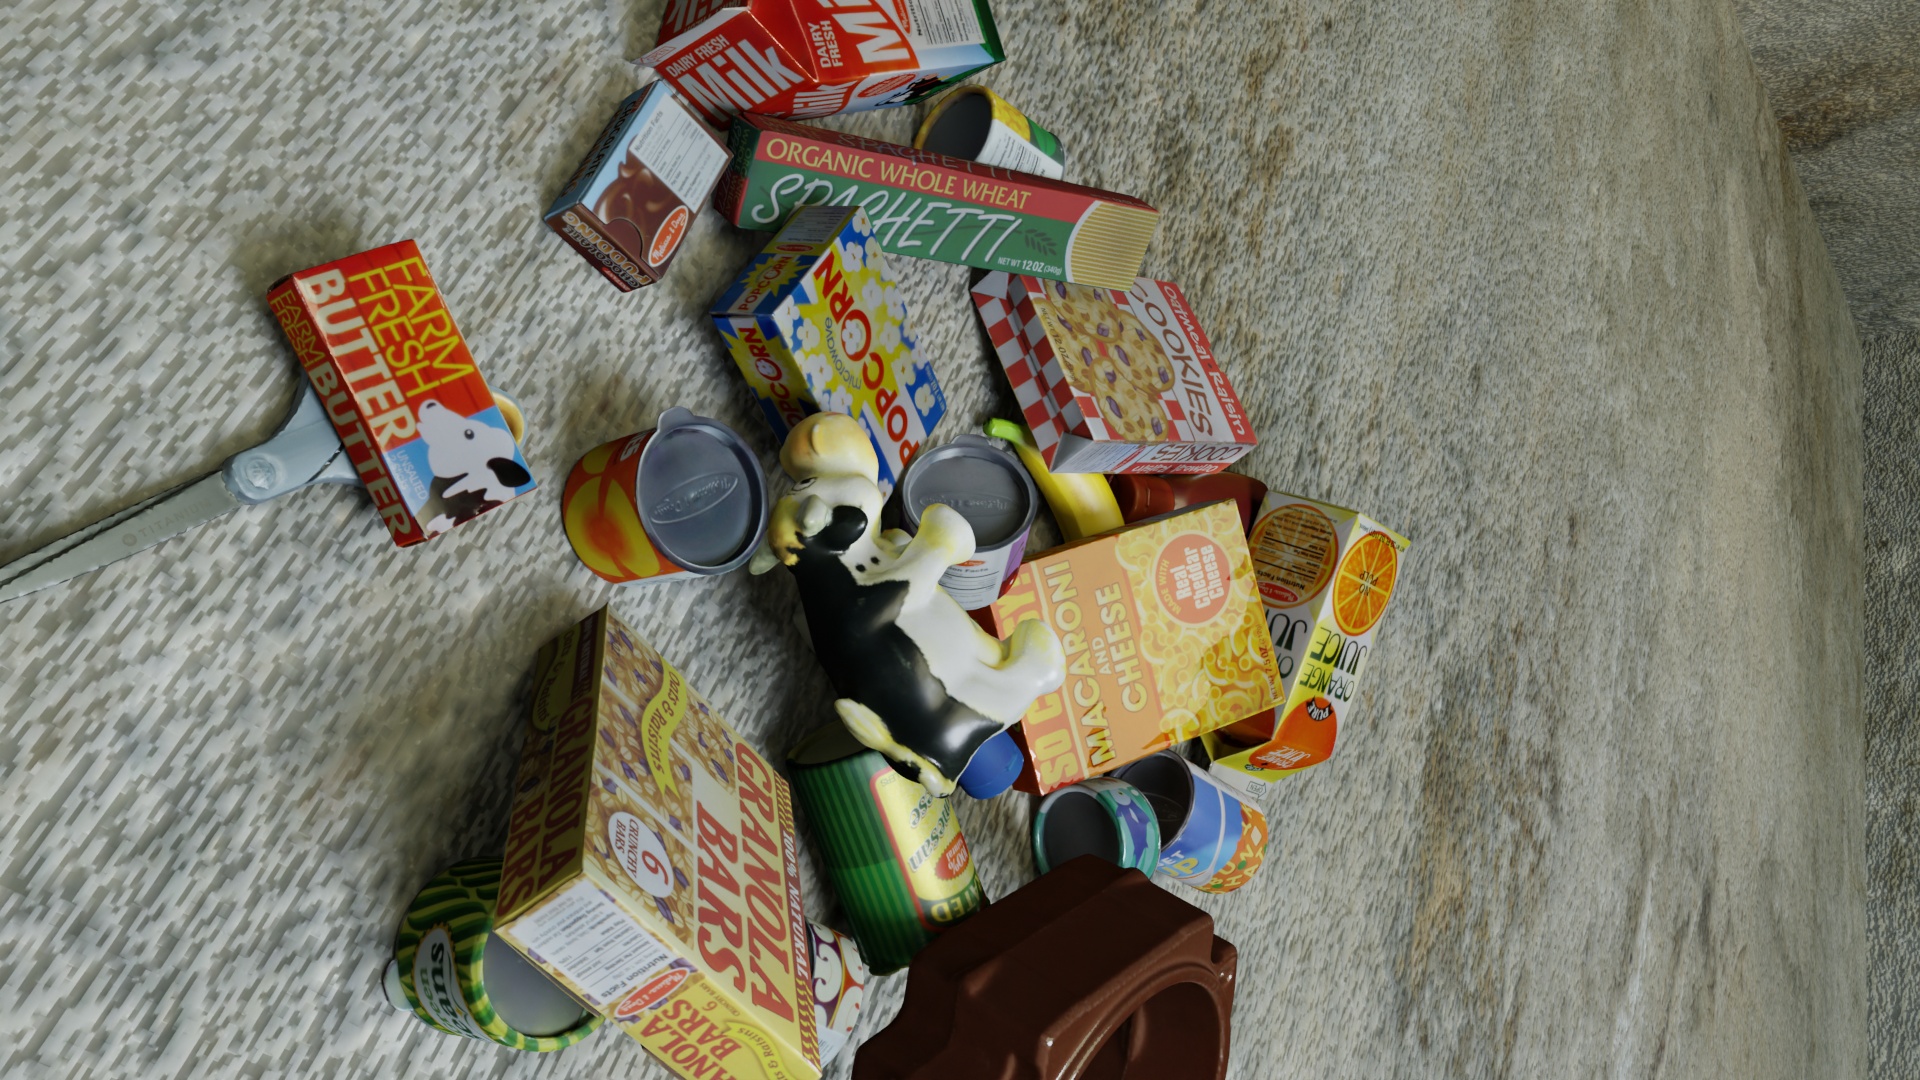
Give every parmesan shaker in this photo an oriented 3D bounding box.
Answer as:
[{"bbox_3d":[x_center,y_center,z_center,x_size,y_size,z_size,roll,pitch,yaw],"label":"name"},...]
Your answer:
[{"bbox_3d":[-0.035,0.137,0.645,0.071,0.071,0.103,-31,105,-46],"label":"parmesan shaker"}]

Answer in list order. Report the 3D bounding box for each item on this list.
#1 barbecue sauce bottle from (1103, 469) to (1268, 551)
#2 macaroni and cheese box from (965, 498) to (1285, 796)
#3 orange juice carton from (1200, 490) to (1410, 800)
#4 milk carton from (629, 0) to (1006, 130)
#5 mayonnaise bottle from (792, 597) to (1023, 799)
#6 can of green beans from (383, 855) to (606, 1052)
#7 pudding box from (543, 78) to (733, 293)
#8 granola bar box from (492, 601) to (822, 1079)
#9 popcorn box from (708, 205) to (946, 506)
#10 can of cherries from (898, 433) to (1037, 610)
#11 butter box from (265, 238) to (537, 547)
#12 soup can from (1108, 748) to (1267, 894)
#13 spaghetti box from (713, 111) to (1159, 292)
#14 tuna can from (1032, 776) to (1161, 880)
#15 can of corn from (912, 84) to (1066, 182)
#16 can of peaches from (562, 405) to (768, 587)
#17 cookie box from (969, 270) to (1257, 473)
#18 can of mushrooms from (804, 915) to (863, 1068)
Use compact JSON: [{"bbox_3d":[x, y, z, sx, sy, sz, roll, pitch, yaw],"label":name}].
[{"bbox_3d":[0.144,-0.018,0.887,0.149,0.043,0.065,9,82,-45],"label":"barbecue sauce bottle"},{"bbox_3d":[0.092,0.057,0.775,0.167,0.040,0.123,-16,93,-25],"label":"macaroni and cheese box"},{"bbox_3d":[0.211,0.072,0.894,0.072,0.073,0.192,22,89,-43],"label":"orange juice carton"},{"bbox_3d":[-0.069,-0.253,0.685,0.191,0.072,0.073,-28,103,-47],"label":"milk carton"},{"bbox_3d":[-0.021,0.069,0.695,0.147,0.041,0.065,54,49,-26],"label":"mayonnaise bottle"},{"bbox_3d":[-0.163,0.151,0.511,0.071,0.057,0.071,12,74,-45],"label":"can of green beans"},{"bbox_3d":[-0.142,-0.158,0.617,0.049,0.030,0.084,43,53,-34],"label":"pudding box"},{"bbox_3d":[-0.110,0.114,0.519,0.124,0.039,0.166,51,8,-28],"label":"granola bar box"},{"bbox_3d":[-0.058,-0.083,0.662,0.085,0.038,0.126,-59,140,-34],"label":"popcorn box"},{"bbox_3d":[0.003,-0.009,0.701,0.071,0.058,0.072,3,56,-4],"label":"can of cherries"},{"bbox_3d":[-0.203,-0.054,0.509,0.053,0.024,0.103,-36,108,-46],"label":"butter box"},{"bbox_3d":[0.131,0.169,0.819,0.083,0.071,0.071,33,59,-39],"label":"soup can"},{"bbox_3d":[-0.004,-0.170,0.717,0.250,0.029,0.050,2,119,-35],"label":"spaghetti box"},{"bbox_3d":[0.074,0.166,0.757,0.033,0.071,0.071,3,80,-46],"label":"tuna can"},{"bbox_3d":[0.013,-0.211,0.771,0.058,0.071,0.071,22,67,-42],"label":"can of corn"},{"bbox_3d":[-0.125,-0.017,0.586,0.071,0.058,0.071,11,74,-45],"label":"can of peaches"},{"bbox_3d":[0.096,-0.101,0.825,0.168,0.040,0.123,-3,63,-47],"label":"cookie box"},{"bbox_3d":[-0.076,0.191,0.593,0.033,0.071,0.071,39,56,-36],"label":"can of mushrooms"}]
